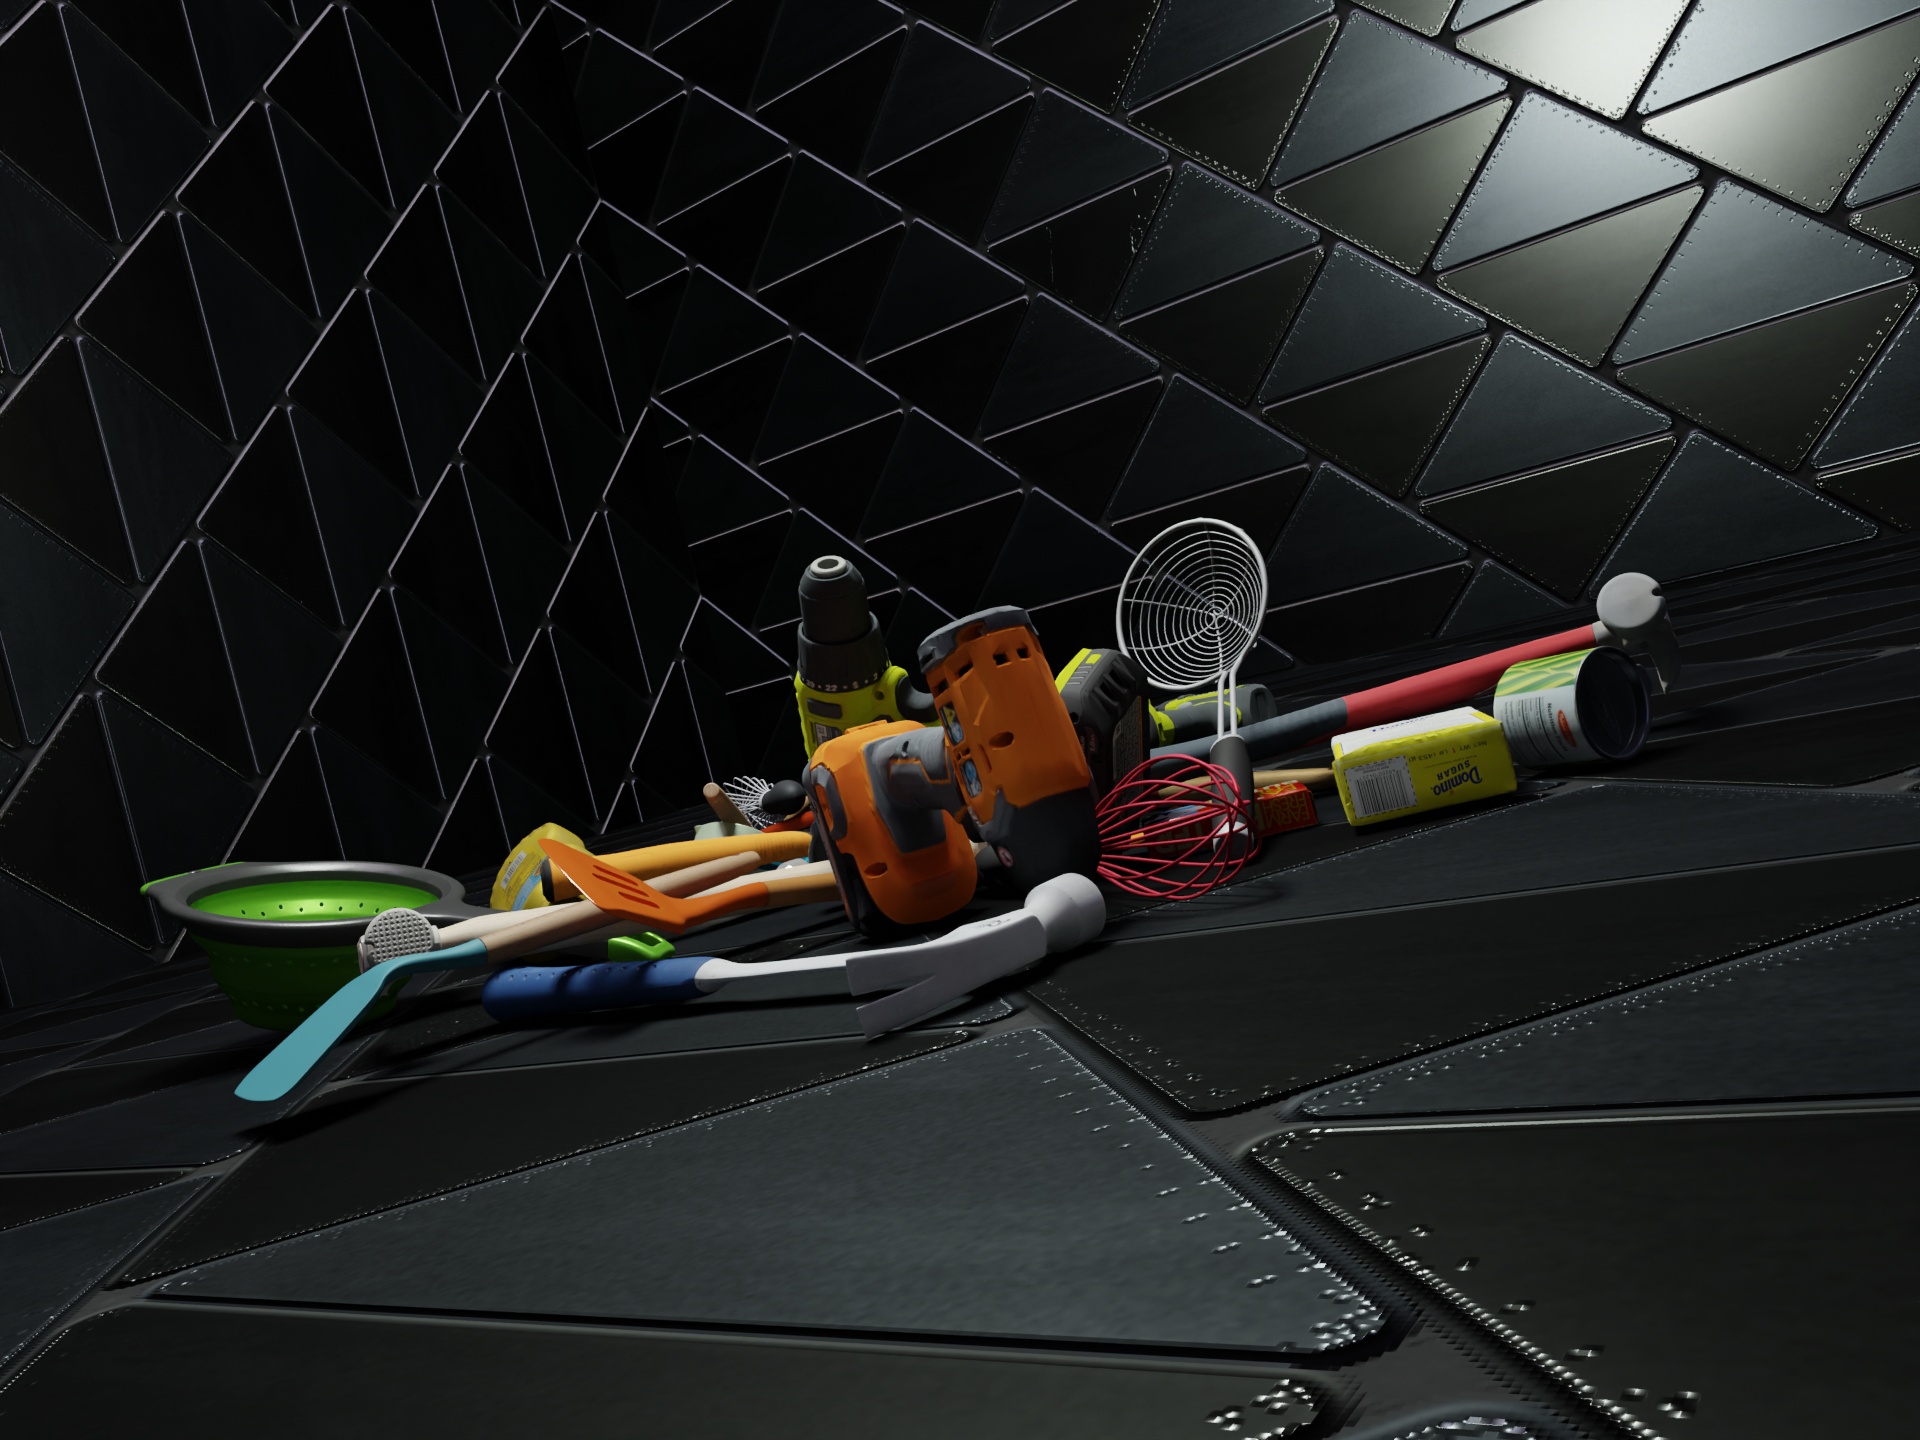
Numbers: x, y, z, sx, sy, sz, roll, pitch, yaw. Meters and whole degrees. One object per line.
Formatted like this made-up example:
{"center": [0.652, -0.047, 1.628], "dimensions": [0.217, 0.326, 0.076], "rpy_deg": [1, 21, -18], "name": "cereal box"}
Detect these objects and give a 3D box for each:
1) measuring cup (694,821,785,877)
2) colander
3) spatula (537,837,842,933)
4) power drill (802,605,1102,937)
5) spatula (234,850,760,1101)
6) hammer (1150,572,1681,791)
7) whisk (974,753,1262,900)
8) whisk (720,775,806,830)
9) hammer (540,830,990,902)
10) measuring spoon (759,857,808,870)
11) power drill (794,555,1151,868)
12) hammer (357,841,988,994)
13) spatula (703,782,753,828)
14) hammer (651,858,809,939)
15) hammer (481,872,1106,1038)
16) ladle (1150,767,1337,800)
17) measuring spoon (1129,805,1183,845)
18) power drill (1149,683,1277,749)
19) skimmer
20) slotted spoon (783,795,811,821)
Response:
{"center": [-0.209, 0.138, 1.357], "dimensions": [0.083, 0.038, 0.167], "rpy_deg": [25, -36, -19], "name": "measuring cup"}
{"center": [-0.387, 0.174, 1.126], "dimensions": [0.397, 0.094, 0.204], "rpy_deg": [5, 6, 17], "name": "colander"}
{"center": [-0.097, 0.095, 0.960], "dimensions": [0.322, 0.041, 0.081], "rpy_deg": [-1, 25, -41], "name": "spatula"}
{"center": [-0.001, 0.051, 0.866], "dimensions": [0.084, 0.164, 0.226], "rpy_deg": [-15, -11, -28], "name": "power drill"}
{"center": [-0.241, 0.132, 0.888], "dimensions": [0.317, 0.044, 0.082], "rpy_deg": [-17, 3, -39], "name": "spatula"}
{"center": [0.277, -0.002, 1.071], "dimensions": [0.386, 0.038, 0.143], "rpy_deg": [-18, -25, 24], "name": "hammer"}
{"center": [0.072, 0.071, 0.879], "dimensions": [0.073, 0.073, 0.296], "rpy_deg": [-15, -4, -25], "name": "whisk"}
{"center": [-0.177, 0.077, 1.459], "dimensions": [0.070, 0.070, 0.284], "rpy_deg": [-14, -1, -18], "name": "whisk"}
{"center": [-0.143, 0.098, 1.198], "dimensions": [0.336, 0.034, 0.127], "rpy_deg": [-7, 8, -17], "name": "hammer"}
{"center": [-0.158, 0.107, 1.281], "dimensions": [0.128, 0.021, 0.042], "rpy_deg": [12, -26, -14], "name": "measuring spoon"}
{"center": [-0.002, -0.003, 1.001], "dimensions": [0.228, 0.190, 0.080], "rpy_deg": [11, 37, 24], "name": "power drill"}
{"center": [-0.173, 0.119, 1.030], "dimensions": [0.410, 0.038, 0.146], "rpy_deg": [-8, -12, -25], "name": "hammer"}
{"center": [-0.187, 0.098, 1.393], "dimensions": [0.060, 0.018, 0.315], "rpy_deg": [-19, -16, -3], "name": "spatula"}
{"center": [-0.270, 0.159, 1.307], "dimensions": [0.331, 0.031, 0.130], "rpy_deg": [-13, 1, 45], "name": "hammer"}
{"center": [-0.125, 0.132, 0.821], "dimensions": [0.405, 0.035, 0.144], "rpy_deg": [-13, 2, 41], "name": "hammer"}
{"center": [0.173, 0.054, 1.207], "dimensions": [0.069, 0.031, 0.315], "rpy_deg": [-14, 3, -36], "name": "ladle"}
{"center": [0.125, 0.074, 1.087], "dimensions": [0.021, 0.011, 0.117], "rpy_deg": [-13, 2, 36], "name": "measuring spoon"}
{"center": [0.199, 0.012, 1.658], "dimensions": [0.223, 0.080, 0.171], "rpy_deg": [-10, -1, -44], "name": "power drill"}
{"center": [0.149, -0.026, 1.022], "dimensions": [0.127, 0.090, 0.363], "rpy_deg": [-44, 13, 23], "name": "skimmer"}
{"center": [-0.124, 0.067, 1.424], "dimensions": [0.070, 0.031, 0.313], "rpy_deg": [-22, -6, -22], "name": "slotted spoon"}
